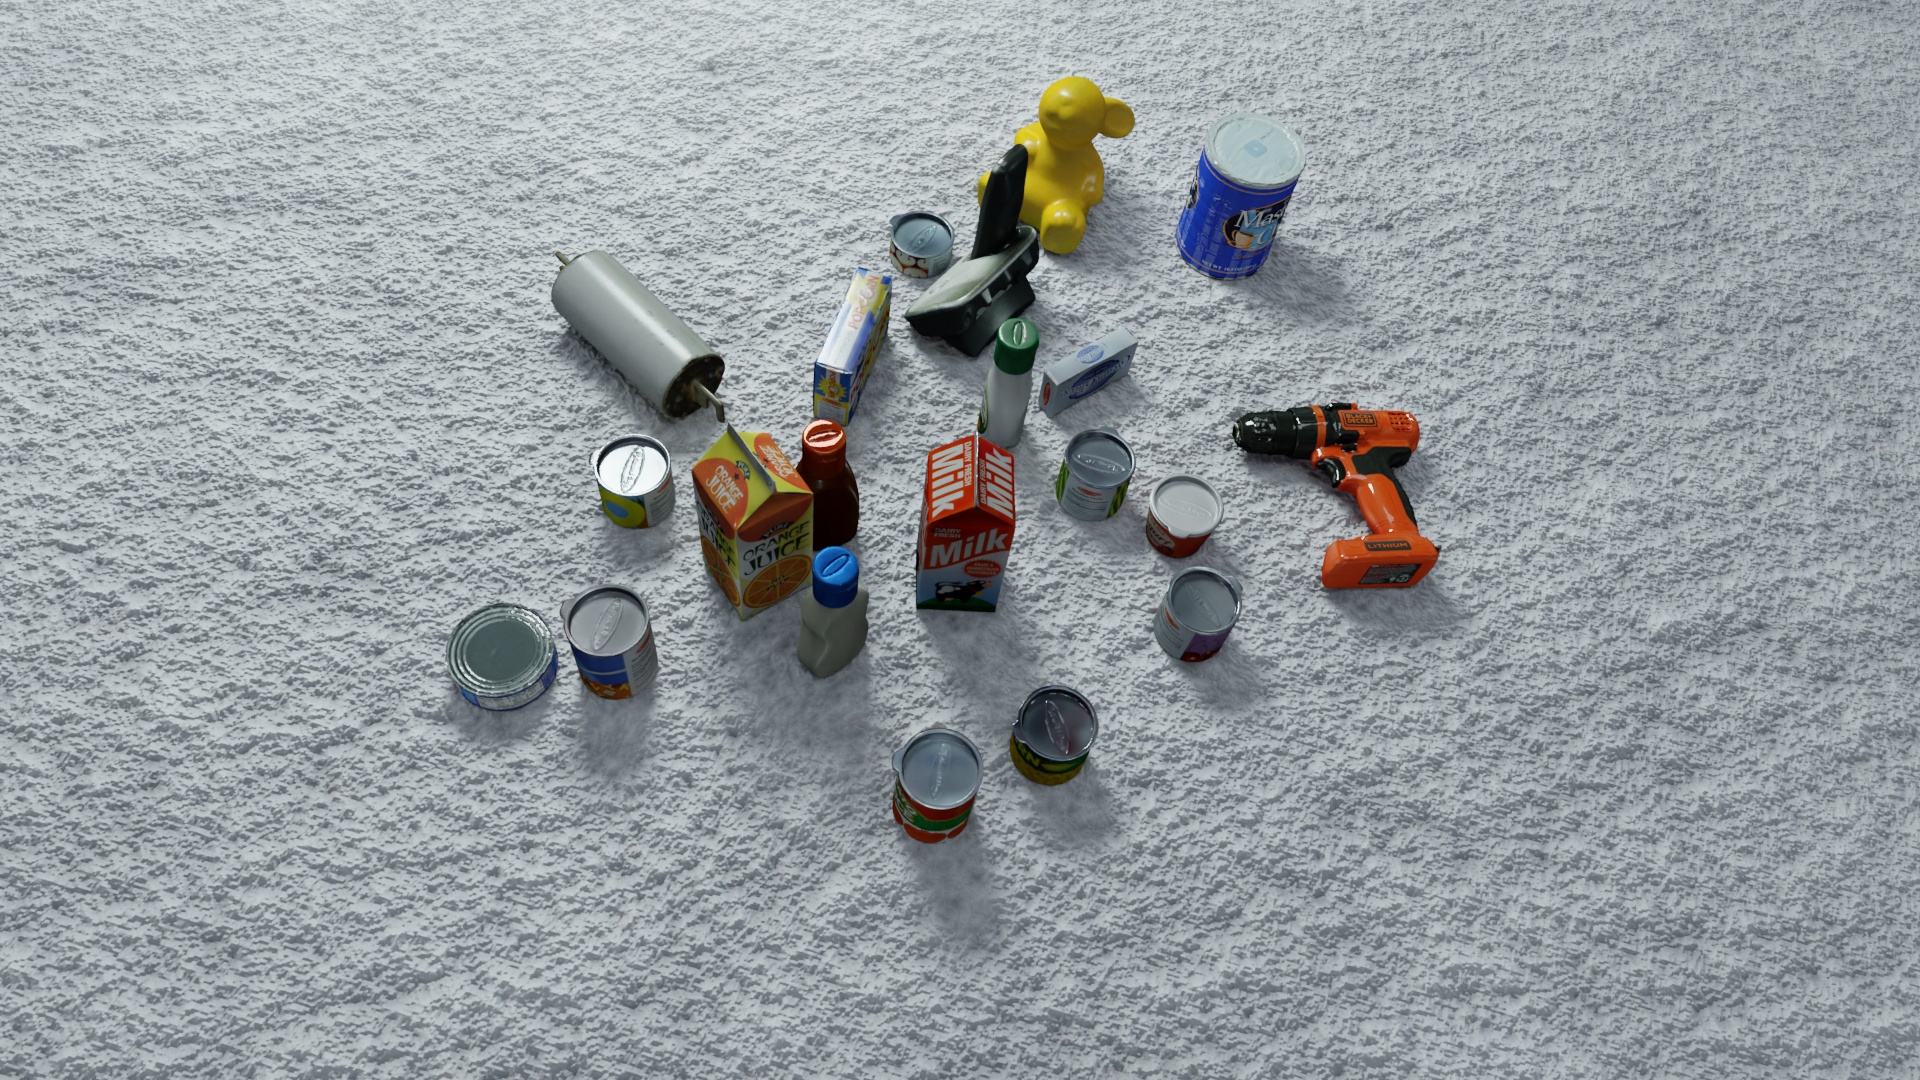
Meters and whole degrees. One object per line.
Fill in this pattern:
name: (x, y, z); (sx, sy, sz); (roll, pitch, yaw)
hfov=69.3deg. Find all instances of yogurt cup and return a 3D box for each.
yogurt cup: (0.201, -0.020, 1.270); (0.072, 0.053, 0.073); (3, 58, -5)

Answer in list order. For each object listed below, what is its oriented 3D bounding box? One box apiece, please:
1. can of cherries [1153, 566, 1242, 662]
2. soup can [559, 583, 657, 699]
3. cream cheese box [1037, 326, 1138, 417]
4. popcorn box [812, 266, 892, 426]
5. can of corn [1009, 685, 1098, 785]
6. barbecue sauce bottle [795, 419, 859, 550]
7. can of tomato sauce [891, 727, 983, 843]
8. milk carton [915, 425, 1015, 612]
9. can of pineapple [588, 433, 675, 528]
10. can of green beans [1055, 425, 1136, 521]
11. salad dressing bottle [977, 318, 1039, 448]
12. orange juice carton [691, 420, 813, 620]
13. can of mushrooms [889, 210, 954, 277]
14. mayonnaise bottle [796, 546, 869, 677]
can of cherries: (0.209, 0.065, 1.215); (0.071, 0.058, 0.072); (3, 58, -5)
soup can: (-0.286, 0.082, 1.133); (0.071, 0.083, 0.071); (3, 58, -5)
cream cheese box: (0.123, -0.164, 1.350); (0.104, 0.053, 0.024); (-30, 66, -22)
popcorn box: (-0.102, -0.183, 1.317); (0.038, 0.084, 0.127); (17, 58, 4)
can of corn: (0.073, 0.161, 1.140); (0.071, 0.058, 0.071); (3, 58, -5)
barbecue sauce bottle: (-0.118, -0.046, 1.194); (0.065, 0.147, 0.044); (-13, 61, -14)
can of tomato sauce: (-0.021, 0.195, 1.094); (0.071, 0.082, 0.071); (3, 58, -5)
milk carton: (0.004, -0.015, 1.163); (0.073, 0.189, 0.072); (2, 59, -5)
can of pineapple: (-0.289, -0.053, 1.231); (0.071, 0.057, 0.071); (3, 58, -5)
can of green beans: (0.124, -0.060, 1.283); (0.071, 0.057, 0.071); (3, 58, -5)
salad dressing bottle: (0.044, -0.144, 1.273); (0.044, 0.147, 0.064); (9, 58, -1)
orange juice carton: (-0.170, -0.020, 1.145); (0.073, 0.191, 0.072); (-28, 66, -21)
can of mushrooms: (-0.042, -0.306, 1.430); (0.071, 0.033, 0.071); (3, 58, -5)
mayonnaise bottle: (-0.103, 0.056, 1.132); (0.041, 0.147, 0.065); (41, 63, 18)
